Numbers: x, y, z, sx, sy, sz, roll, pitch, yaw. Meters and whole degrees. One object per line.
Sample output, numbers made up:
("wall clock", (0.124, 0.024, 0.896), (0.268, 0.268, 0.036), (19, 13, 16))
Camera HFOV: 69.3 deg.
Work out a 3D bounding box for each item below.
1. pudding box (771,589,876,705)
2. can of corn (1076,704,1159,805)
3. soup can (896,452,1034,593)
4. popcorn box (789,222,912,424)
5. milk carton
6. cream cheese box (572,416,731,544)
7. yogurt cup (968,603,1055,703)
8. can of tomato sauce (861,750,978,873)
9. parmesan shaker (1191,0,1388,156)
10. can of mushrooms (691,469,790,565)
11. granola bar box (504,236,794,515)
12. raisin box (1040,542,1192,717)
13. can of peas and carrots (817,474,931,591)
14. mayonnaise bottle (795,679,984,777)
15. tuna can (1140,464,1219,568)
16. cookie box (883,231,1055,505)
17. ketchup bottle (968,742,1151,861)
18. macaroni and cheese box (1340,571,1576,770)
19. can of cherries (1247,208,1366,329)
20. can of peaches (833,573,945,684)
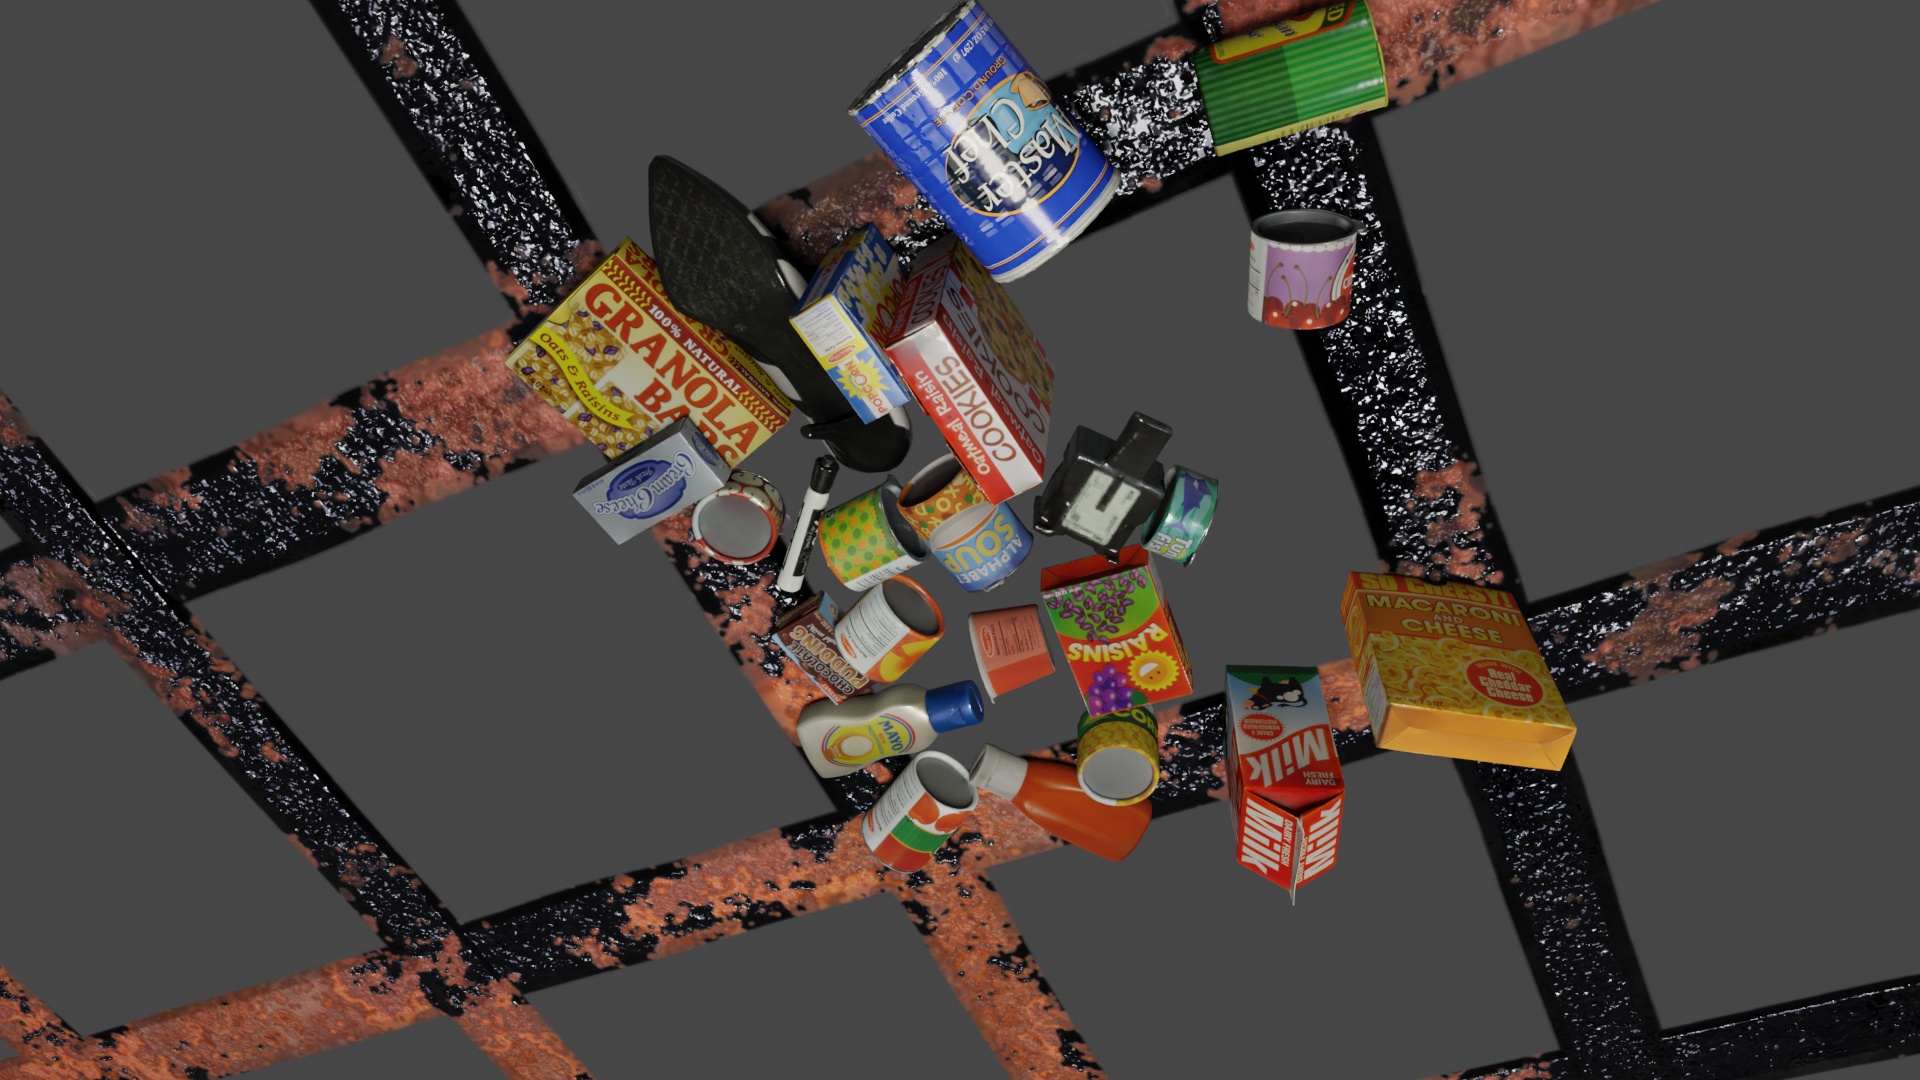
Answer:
("pudding box", (-0.104, 0.086, 1.102), (0.049, 0.030, 0.083), (-30, 114, 22))
("can of corn", (0.128, 0.168, 1.111), (0.071, 0.058, 0.070), (3, 122, 4))
("soup can", (0.004, -0.013, 1.007), (0.071, 0.072, 0.083), (-30, 114, 21))
("popcorn box", (-0.060, -0.143, 0.903), (0.038, 0.127, 0.085), (-27, 115, 23))
("milk carton", (0.237, 0.175, 1.027), (0.073, 0.191, 0.072), (1, 121, 5))
("cream cheese box", (-0.220, -0.042, 0.994), (0.103, 0.024, 0.053), (-27, 117, 22))
("yogurt cup", (0.040, 0.081, 1.066), (0.054, 0.073, 0.072), (-16, 119, 6))
("can of tomato sauce", (-0.032, 0.226, 1.158), (0.071, 0.071, 0.082), (31, 119, -12))
("parmesan shaker", (0.196, -0.276, 0.829), (0.103, 0.072, 0.071), (-14, 119, 14))
("can of mushrooms", (-0.165, -0.016, 1.045), (0.071, 0.034, 0.070), (3, 120, 4))
("granola bar box", (-0.219, -0.113, 0.988), (0.124, 0.039, 0.165), (-37, 111, 24))
("raisin box", (0.120, 0.070, 1.064), (0.086, 0.040, 0.123), (-16, 117, 14))
("can of peas and carrots", (-0.064, -0.005, 1.024), (0.058, 0.071, 0.070), (-26, 115, 20))
("mayonnaise bottle", (-0.056, 0.148, 1.127), (0.148, 0.041, 0.064), (-16, 116, 16))
("tuna can", (0.155, -0.017, 0.990), (0.033, 0.071, 0.070), (21, 121, -5))
("cookie box", (0.010, -0.115, 0.888), (0.040, 0.168, 0.122), (-27, 115, 21))
("ketchup bottle", (0.081, 0.213, 1.152), (0.149, 0.044, 0.064), (25, 119, -9))
("macaroni and cheese box", (0.344, 0.086, 0.977), (0.124, 0.167, 0.040), (7, 121, 1))
("can of cherries", (0.221, -0.174, 0.890), (0.071, 0.072, 0.058), (0, 121, 6))
("can of peaches", (-0.053, 0.066, 1.066), (0.071, 0.071, 0.058), (37, 117, -16))
